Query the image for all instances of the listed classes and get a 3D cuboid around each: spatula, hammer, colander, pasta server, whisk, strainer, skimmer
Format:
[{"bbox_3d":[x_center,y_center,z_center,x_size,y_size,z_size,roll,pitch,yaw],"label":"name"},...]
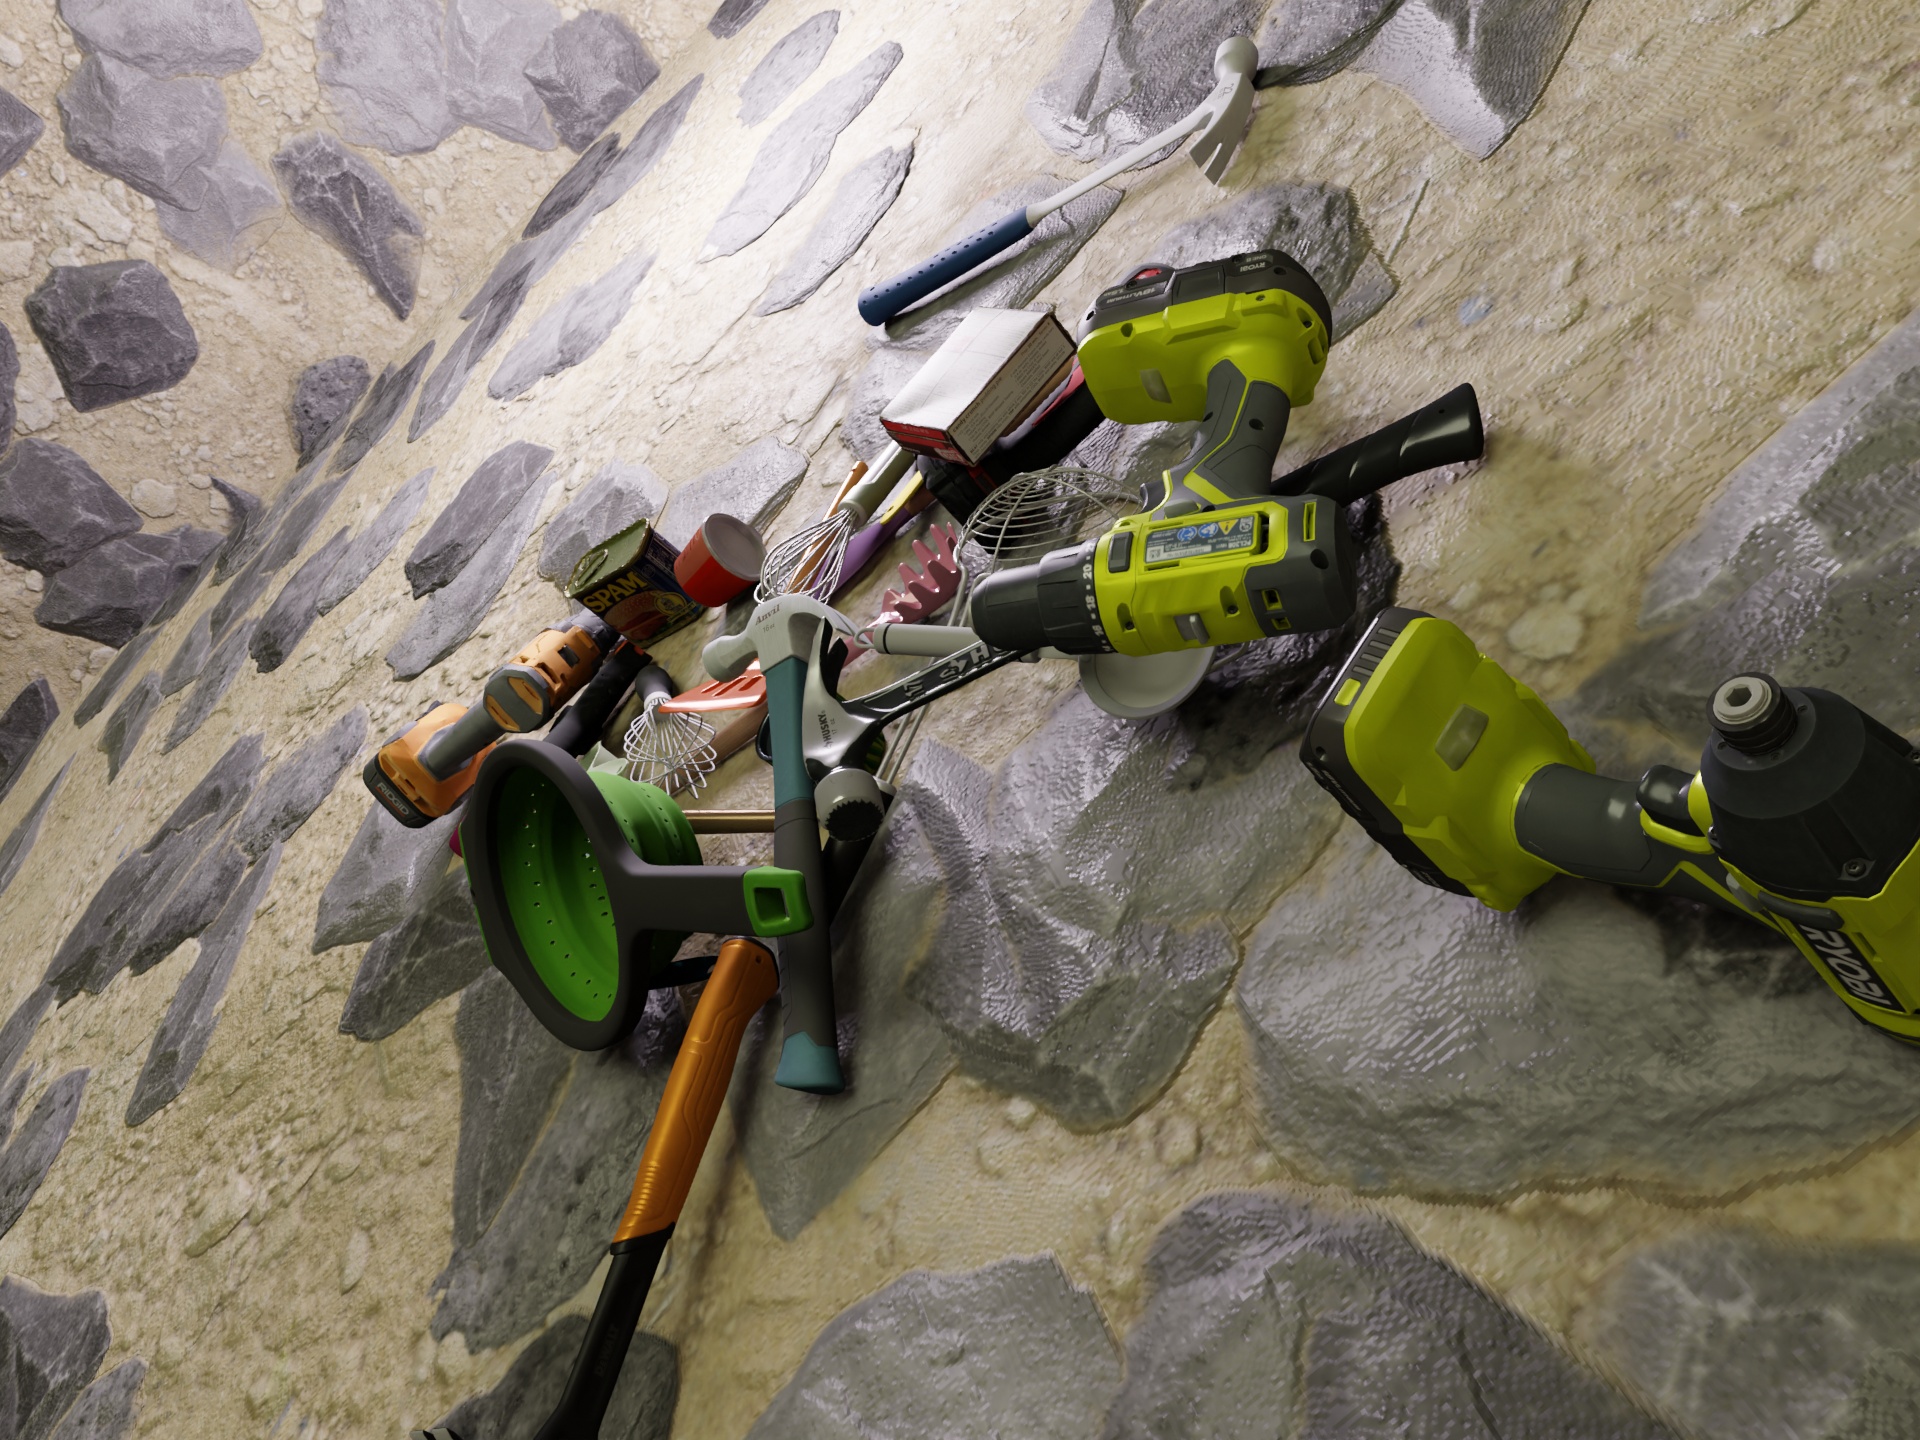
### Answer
[{"bbox_3d":[-0.021,-0.177,1.203,0.316,0.018,0.060,-39,30,17],"label":"spatula"},{"bbox_3d":[-0.100,0.066,0.959,0.128,0.033,0.331,-28,54,32],"label":"hammer"},{"bbox_3d":[-0.126,-0.103,1.194,0.081,0.041,0.323,-3,43,24],"label":"spatula"},{"bbox_3d":[0.093,-0.077,0.867,0.409,0.036,0.149,-26,44,8],"label":"hammer"},{"bbox_3d":[-0.180,0.098,0.974,0.094,0.204,0.397,-16,6,-39],"label":"colander"},{"bbox_3d":[-0.114,-0.034,1.149,0.316,0.040,0.060,-35,27,23],"label":"pasta server"},{"bbox_3d":[-0.085,-0.150,1.183,0.058,0.059,0.246,-9,33,33],"label":"whisk"},{"bbox_3d":[0.049,-0.042,0.913,0.258,0.050,0.087,5,71,29],"label":"strainer"},{"bbox_3d":[-0.002,-0.003,0.995,0.127,0.090,0.363,22,84,51],"label":"skimmer"},{"bbox_3d":[-0.171,0.256,0.866,0.034,0.127,0.337,-27,33,38],"label":"hammer"},{"bbox_3d":[0.067,-0.425,1.335,0.405,0.035,0.144,-19,43,38],"label":"hammer"},{"bbox_3d":[-0.226,-0.001,1.207,0.070,0.070,0.285,-48,20,2],"label":"whisk"}]

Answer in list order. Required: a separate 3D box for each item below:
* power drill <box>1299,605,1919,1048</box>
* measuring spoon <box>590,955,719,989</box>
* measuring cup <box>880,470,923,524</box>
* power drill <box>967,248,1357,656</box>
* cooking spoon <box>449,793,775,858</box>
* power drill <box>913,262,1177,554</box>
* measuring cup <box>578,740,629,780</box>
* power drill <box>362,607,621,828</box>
[{"bbox_3d":[0.235,0.026,0.562,0.080,0.171,0.223,-55,30,-10],"label":"power drill"},{"bbox_3d":[-0.201,0.178,1.061,0.128,0.021,0.042,-15,38,28],"label":"measuring spoon"},{"bbox_3d":[-0.030,-0.205,1.204,0.062,0.029,0.157,-20,30,47],"label":"measuring cup"},{"bbox_3d":[0.107,-0.130,0.827,0.190,0.080,0.229,-7,52,24],"label":"power drill"},{"bbox_3d":[-0.238,0.072,1.124,0.319,0.017,0.069,-2,46,27],"label":"cooking spoon"},{"bbox_3d":[0.074,-0.227,1.094,0.219,0.078,0.143,-37,35,14],"label":"power drill"},{"bbox_3d":[-0.270,0.054,1.212,0.167,0.038,0.083,-15,40,59],"label":"measuring cup"},{"bbox_3d":[-0.403,-0.015,1.408,0.226,0.084,0.185,-33,14,27],"label":"power drill"}]
